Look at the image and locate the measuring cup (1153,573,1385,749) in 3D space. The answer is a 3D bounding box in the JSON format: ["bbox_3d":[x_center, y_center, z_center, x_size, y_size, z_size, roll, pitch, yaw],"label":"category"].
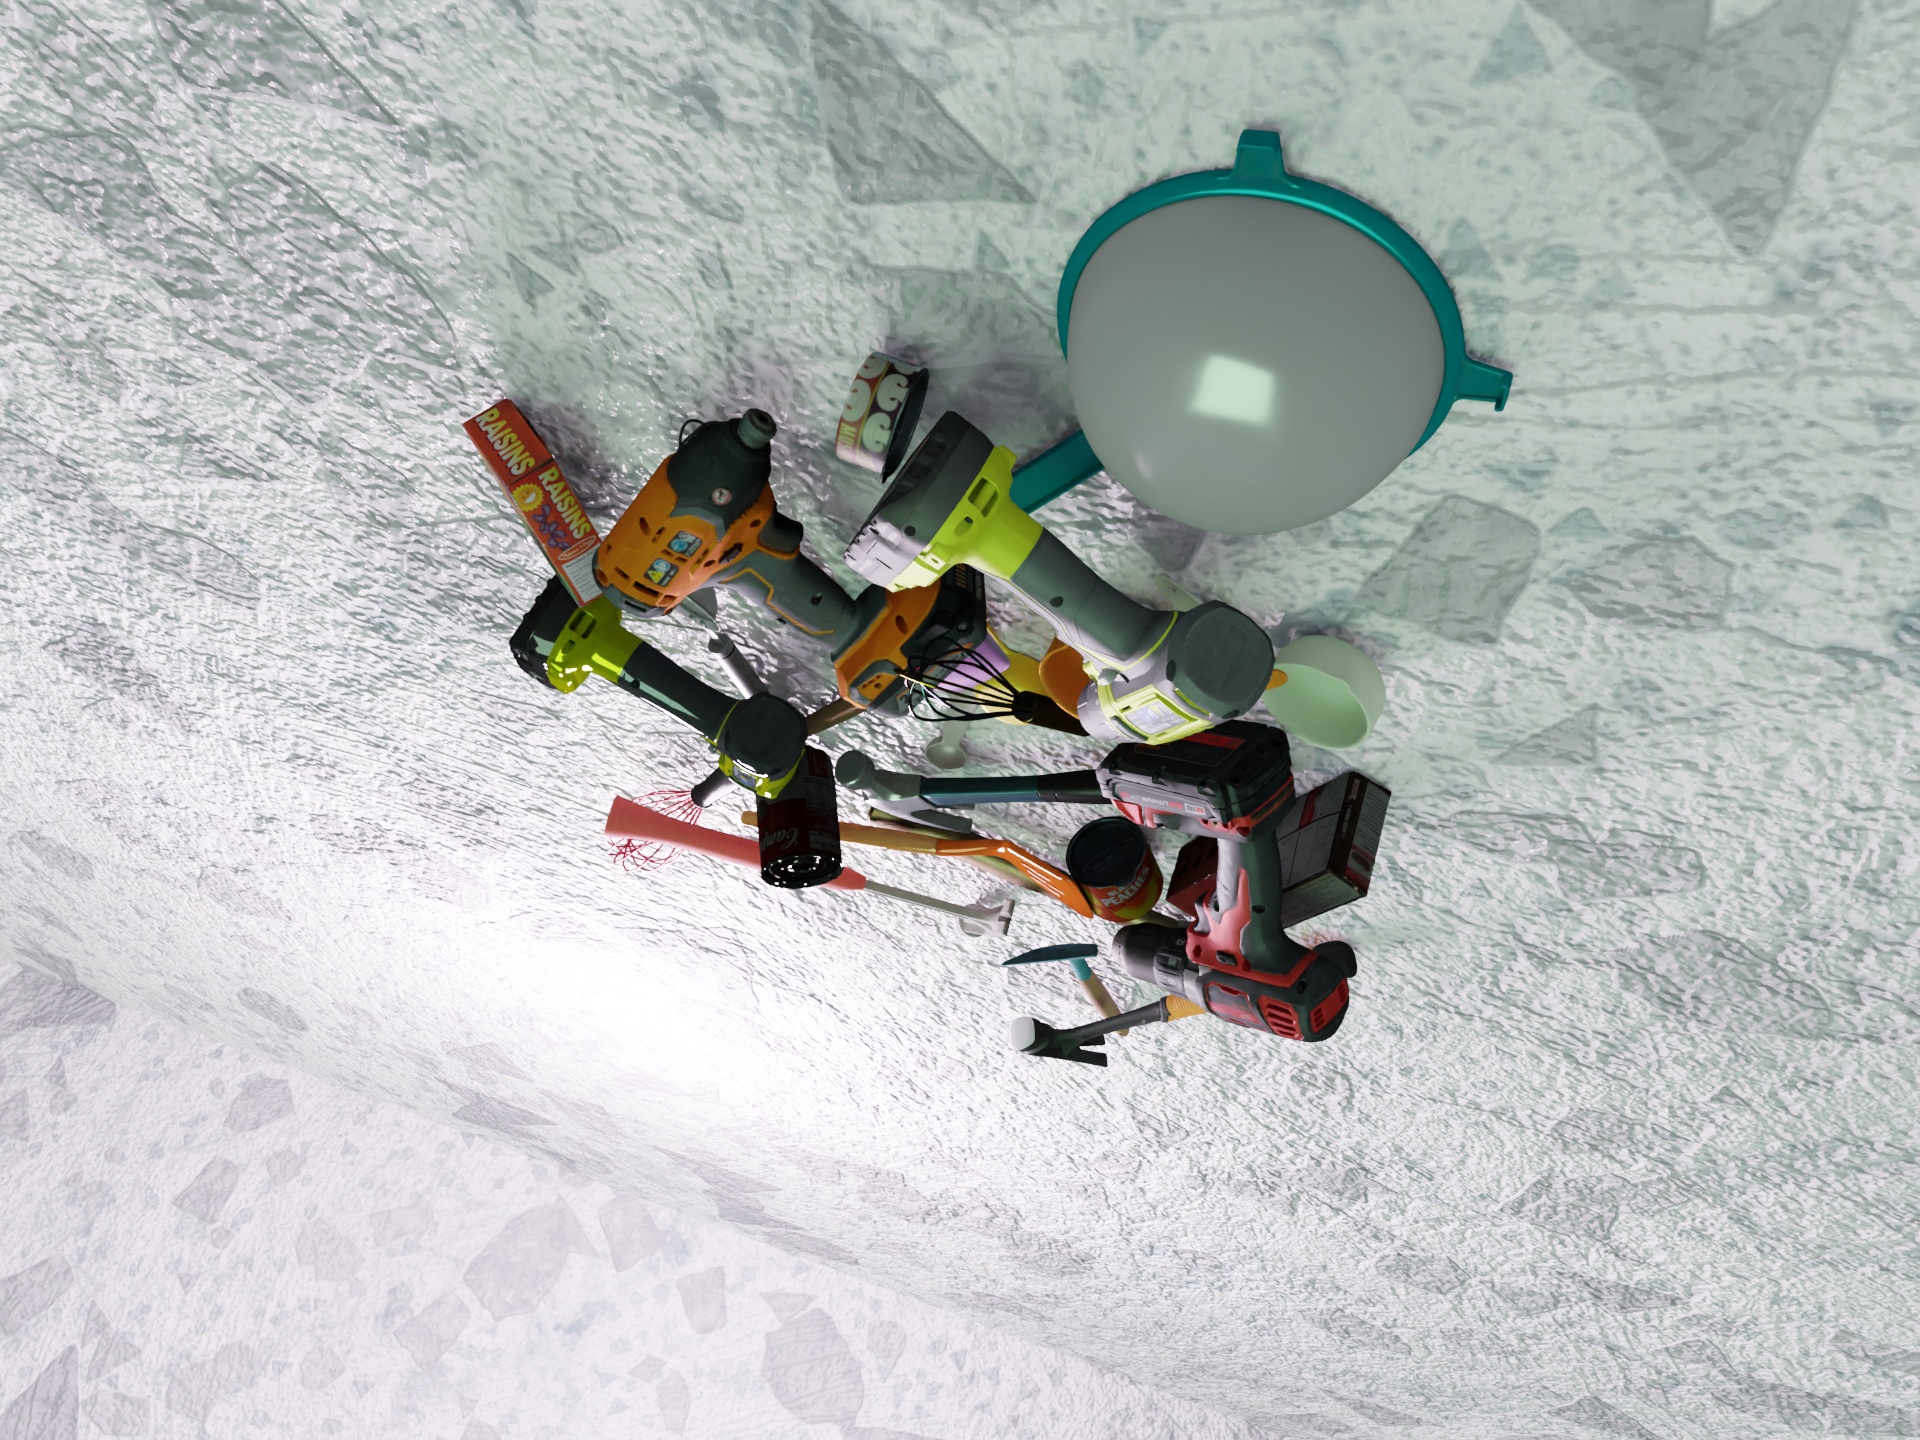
[{"bbox_3d":[0.196,-0.049,1.007,0.167,0.038,0.083,39,153,4],"label":"measuring cup"}]

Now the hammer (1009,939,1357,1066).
[{"bbox_3d":[0.205,0.253,1.409,0.127,0.034,0.337,20,146,-41],"label":"hammer"}]

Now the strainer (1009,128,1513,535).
[{"bbox_3d":[0.101,-0.144,0.849,0.210,0.095,0.340,36,145,-23],"label":"strainer"}]

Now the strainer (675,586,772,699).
[{"bbox_3d":[-0.184,-0.063,1.204,0.087,0.050,0.258,27,161,31],"label":"strainer"}]

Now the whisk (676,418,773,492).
[{"bbox_3d":[-0.124,-0.117,1.082,0.055,0.055,0.238,2,148,29],"label":"whisk"}]

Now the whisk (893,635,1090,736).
[{"bbox_3d":[0.030,-0.015,1.054,0.047,0.051,0.244,-11,168,28],"label":"whisk"}]

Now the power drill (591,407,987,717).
[{"bbox_3d":[-0.095,-0.100,0.999,0.226,0.084,0.164,24,133,-27],"label":"power drill"}]

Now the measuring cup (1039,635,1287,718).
[{"bbox_3d":[0.135,-0.040,1.025,0.174,0.052,0.095,-3,139,36],"label":"measuring cup"}]

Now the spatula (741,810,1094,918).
[{"bbox_3d":[-0.043,0.110,1.324,0.323,0.041,0.080,7,154,22],"label":"spatula"}]

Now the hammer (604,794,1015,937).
[{"bbox_3d":[-0.132,0.130,1.389,0.359,0.037,0.149,16,168,-6],"label":"hammer"}]

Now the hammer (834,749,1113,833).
[{"bbox_3d":[0.075,0.051,1.203,0.331,0.033,0.128,-3,159,28],"label":"hammer"}]

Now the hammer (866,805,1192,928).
[{"bbox_3d":[0.076,0.139,1.362,0.331,0.031,0.130,23,148,-1],"label":"hammer"}]

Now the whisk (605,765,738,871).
[{"bbox_3d":[-0.244,0.075,1.440,0.073,0.073,0.296,35,140,-21],"label":"whisk"}]

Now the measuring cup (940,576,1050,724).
[{"bbox_3d":[0.012,-0.051,1.110,0.062,0.029,0.156,-6,139,37],"label":"measuring cup"}]

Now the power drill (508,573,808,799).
[{"bbox_3d":[-0.223,-0.018,1.213,0.223,0.080,0.171,32,165,-2],"label":"power drill"}]

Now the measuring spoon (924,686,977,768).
[{"bbox_3d":[-0.002,-0.004,1.211,0.034,0.018,0.124,13,142,-4],"label":"measuring spoon"}]

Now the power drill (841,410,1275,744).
[{"bbox_3d":[0.050,-0.065,0.920,0.228,0.080,0.190,35,164,-8],"label":"power drill"}]

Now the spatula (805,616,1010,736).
[{"bbox_3d":[-0.064,-0.023,1.194,0.059,0.018,0.316,51,146,-10],"label":"spatula"}]

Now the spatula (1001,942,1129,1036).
[{"bbox_3d":[0.117,0.250,1.455,0.082,0.044,0.317,-9,151,15],"label":"spatula"}]

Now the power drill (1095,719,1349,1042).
[{"bbox_3d":[0.164,0.110,1.101,0.188,0.080,0.226,10,126,46],"label":"power drill"}]
